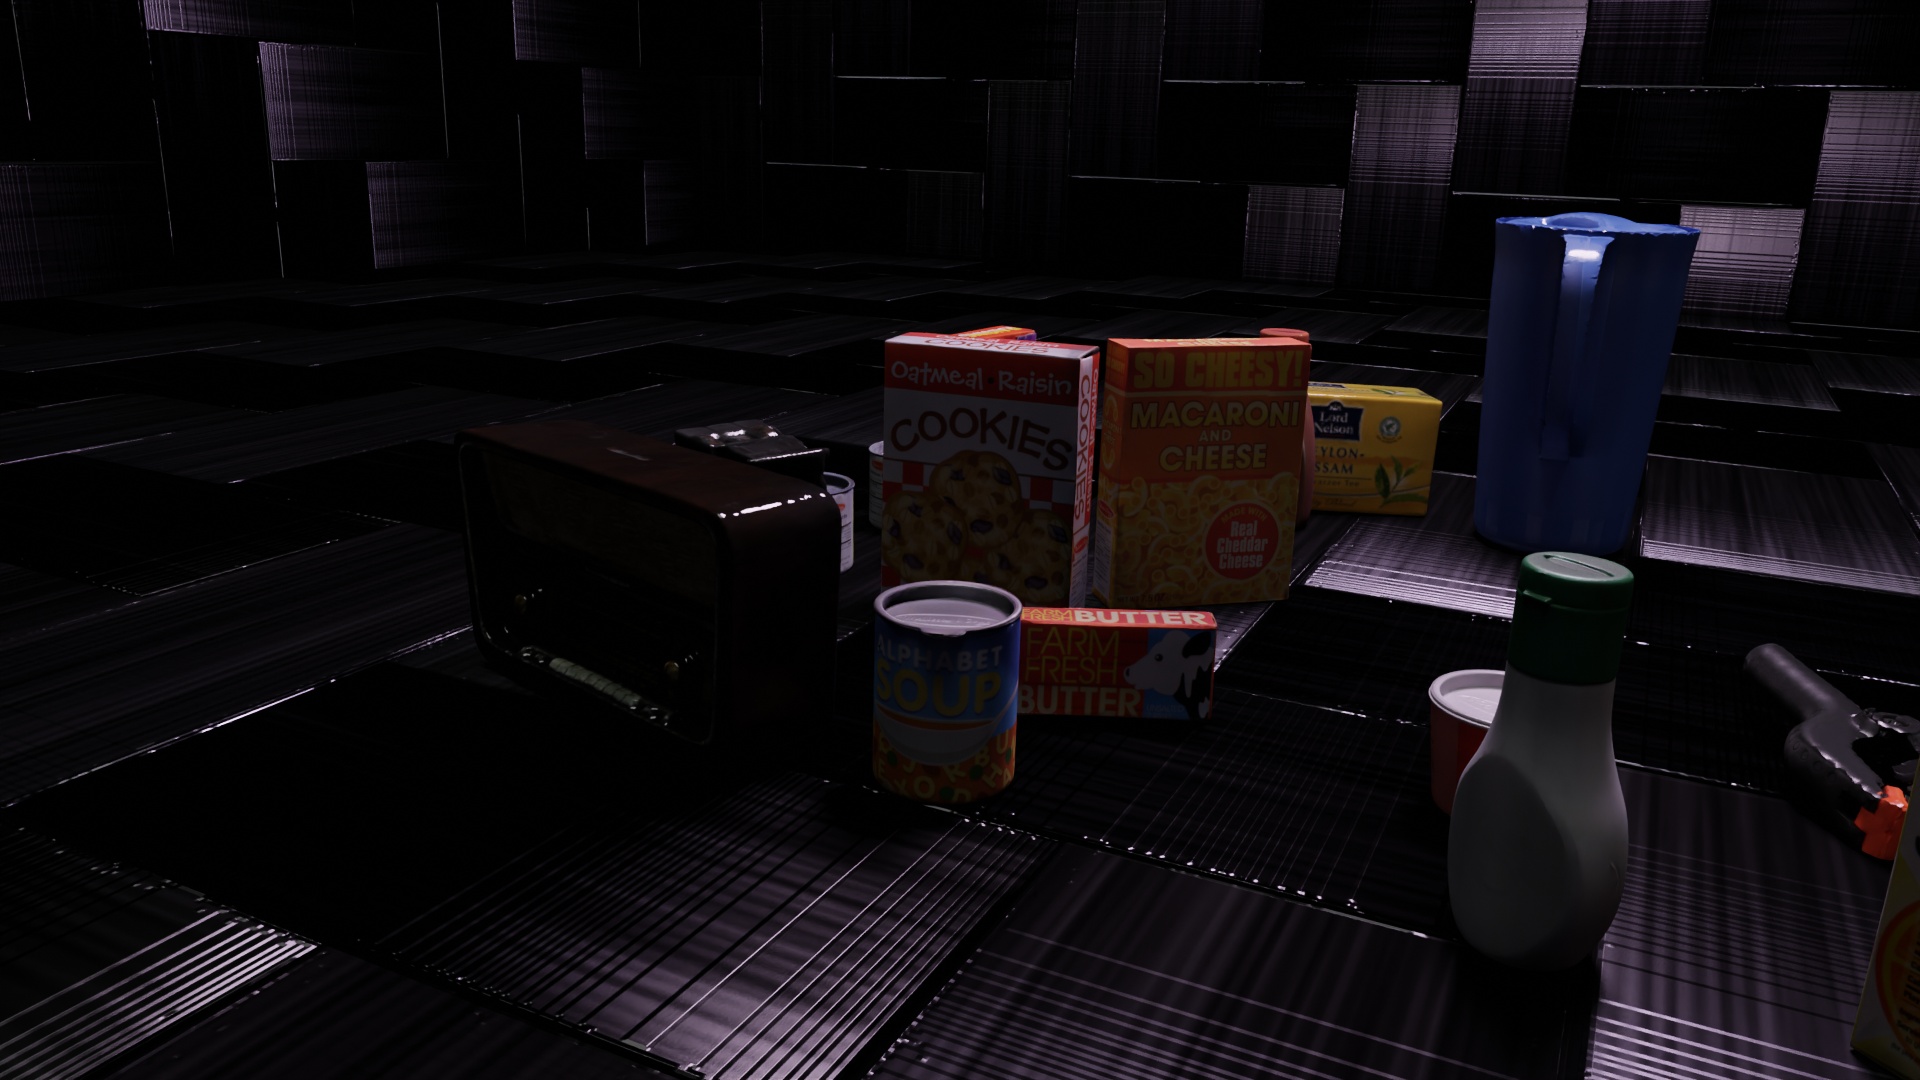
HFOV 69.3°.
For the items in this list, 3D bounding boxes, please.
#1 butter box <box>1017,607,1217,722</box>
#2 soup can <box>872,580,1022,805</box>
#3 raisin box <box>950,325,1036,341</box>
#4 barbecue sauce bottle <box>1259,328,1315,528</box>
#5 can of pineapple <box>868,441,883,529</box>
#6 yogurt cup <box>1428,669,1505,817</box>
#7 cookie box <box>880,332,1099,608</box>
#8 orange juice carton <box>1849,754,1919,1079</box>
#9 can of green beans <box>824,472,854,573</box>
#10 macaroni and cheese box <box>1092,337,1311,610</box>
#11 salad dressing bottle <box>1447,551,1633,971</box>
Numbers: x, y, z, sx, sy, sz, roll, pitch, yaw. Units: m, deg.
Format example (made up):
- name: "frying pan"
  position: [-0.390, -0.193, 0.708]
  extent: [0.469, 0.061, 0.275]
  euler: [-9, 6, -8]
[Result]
- name: "butter box"
  position: [0.077, 0.062, 0.708]
  extent: [0.103, 0.053, 0.024]
  euler: [2, 16, 1]
- name: "soup can"
  position: [-0.007, 0.068, 0.625]
  extent: [0.071, 0.083, 0.071]
  euler: [2, 16, 0]
- name: "raisin box"
  position: [0.025, -0.118, 1.190]
  extent: [0.040, 0.123, 0.086]
  euler: [13, 19, 34]
- name: "barbecue sauce bottle"
  position: [0.240, -0.086, 1.059]
  extent: [0.065, 0.148, 0.044]
  euler: [10, 18, 26]
- name: "can of pineapple"
  position: [-0.034, -0.041, 1.040]
  extent: [0.071, 0.057, 0.071]
  euler: [2, 16, 0]
- name: "yogurt cup"
  position: [0.240, 0.094, 0.616]
  extent: [0.072, 0.053, 0.072]
  euler: [2, 16, 0]
- name: "cookie box"
  position: [0.016, -0.037, 0.836]
  extent: [0.123, 0.166, 0.040]
  euler: [8, 17, 20]
- name: "orange juice carton"
  position: [0.343, 0.083, 0.419]
  extent: [0.072, 0.192, 0.073]
  euler: [-6, 18, -25]
- name: "can of green beans"
  position: [-0.104, -0.011, 0.930]
  extent: [0.071, 0.057, 0.071]
  euler: [2, 16, 0]
- name: "macaroni and cheese box"
  position: [0.150, -0.043, 0.875]
  extent: [0.124, 0.166, 0.040]
  euler: [-2, 16, -14]
- name: "salad dressing bottle"
  position: [0.211, 0.079, 0.498]
  extent: [0.044, 0.147, 0.064]
  euler: [-6, 18, -26]
